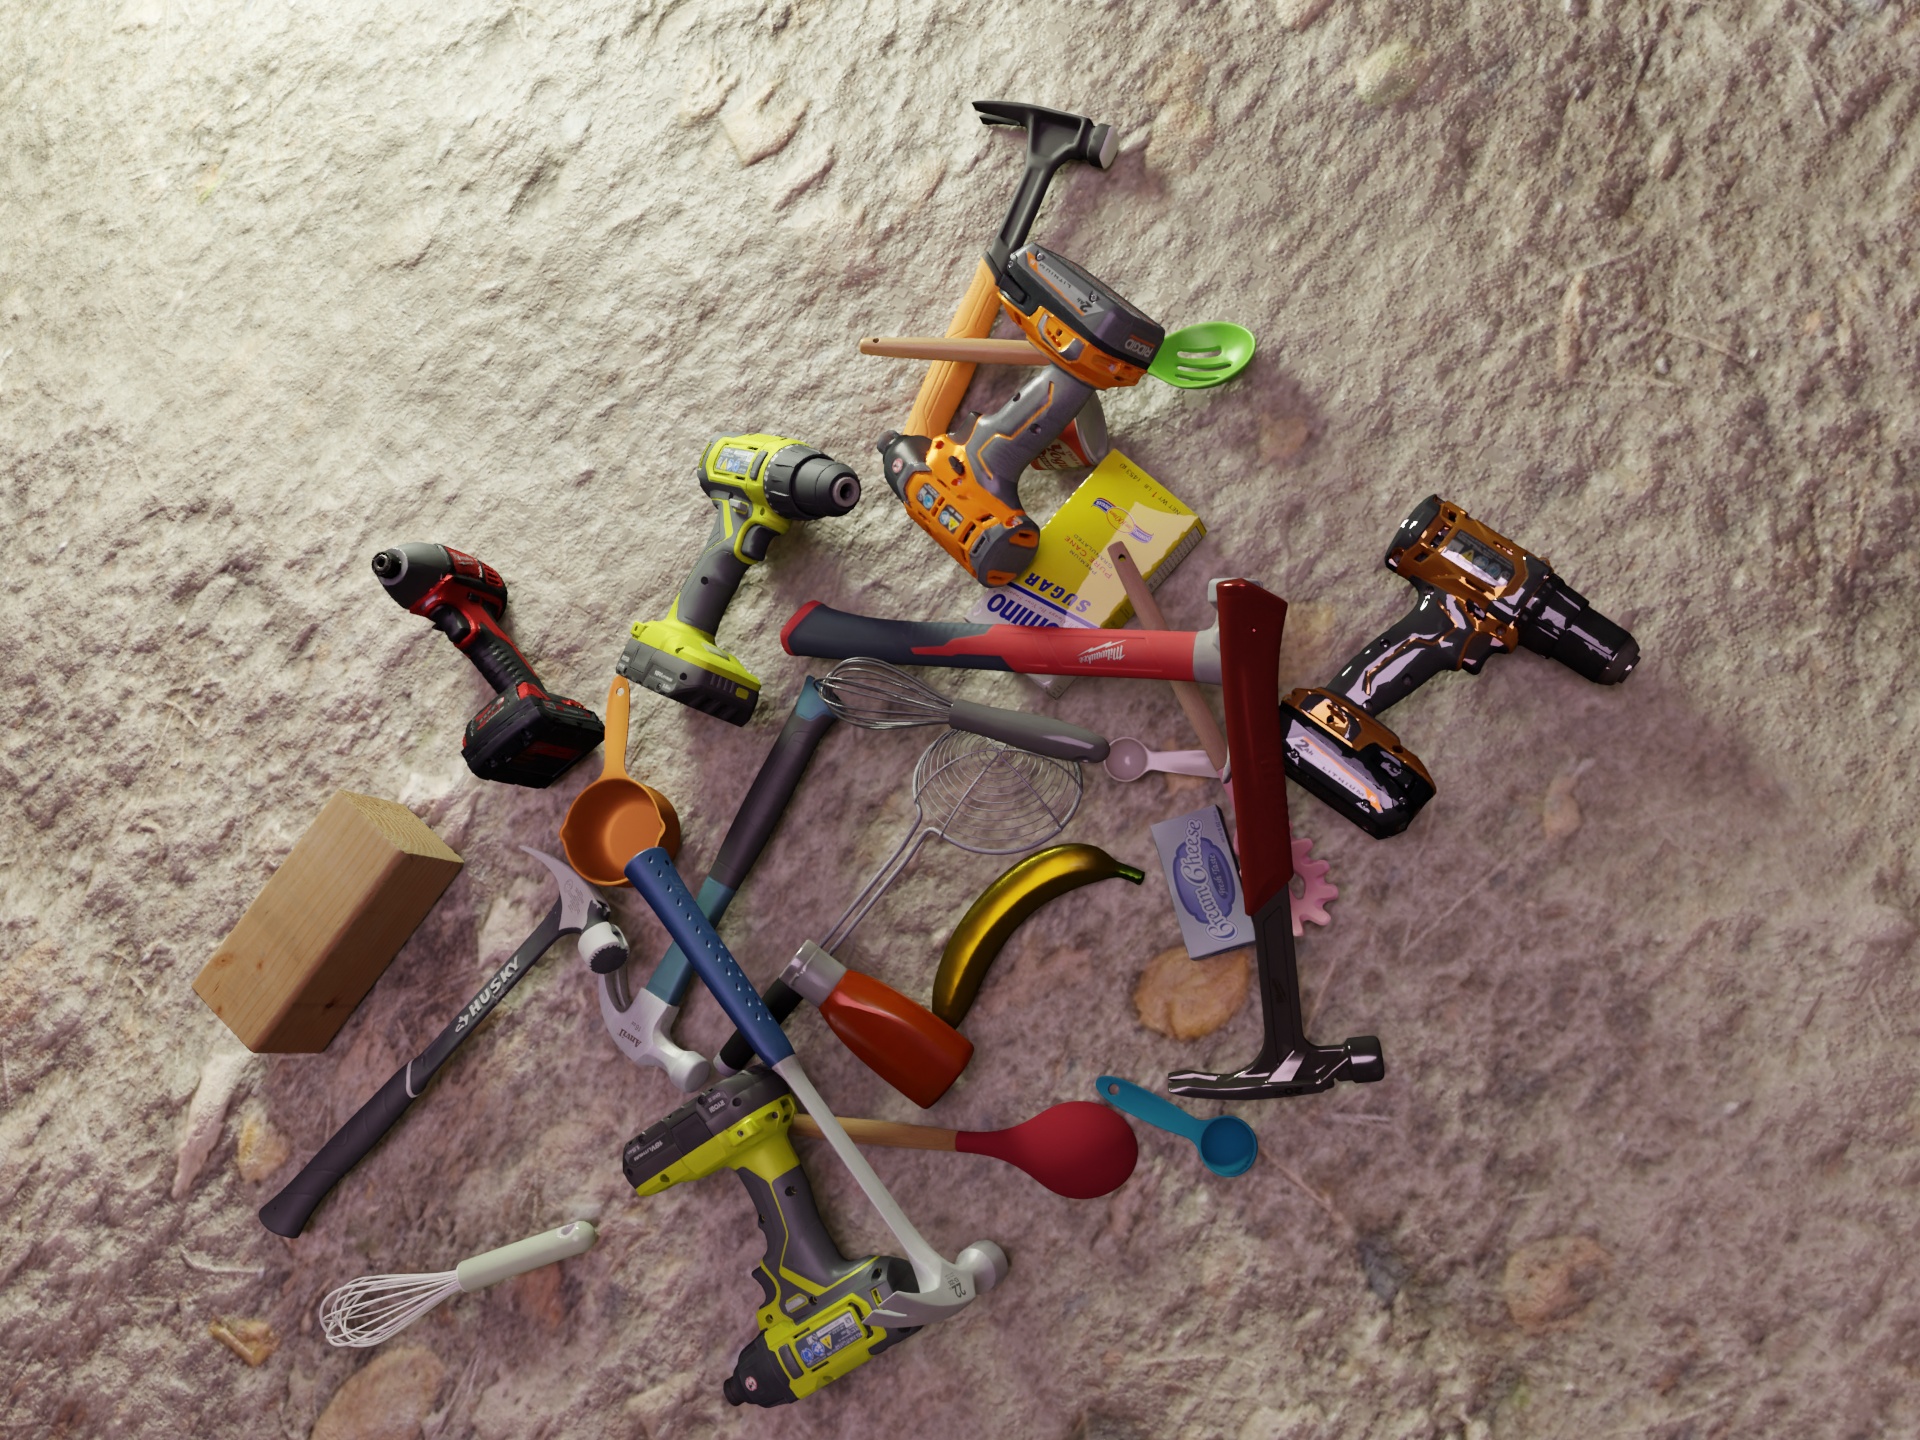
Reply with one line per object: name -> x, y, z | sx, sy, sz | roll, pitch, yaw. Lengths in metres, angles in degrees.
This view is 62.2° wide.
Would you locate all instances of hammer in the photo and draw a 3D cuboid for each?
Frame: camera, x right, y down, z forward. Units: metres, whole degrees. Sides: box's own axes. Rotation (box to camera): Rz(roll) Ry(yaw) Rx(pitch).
hammer -> -0.181, 0.118, 1.263 | 0.128, 0.033, 0.331 | 25, 84, 29
hammer -> -0.437, 0.275, 1.303 | 0.409, 0.036, 0.149 | -46, 51, 8
hammer -> 0.034, -0.039, 1.189 | 0.386, 0.038, 0.143 | 4, 94, 27
hammer -> 0.198, 0.084, 1.084 | 0.149, 0.037, 0.359 | -6, 99, 8
hammer -> -0.124, 0.256, 1.150 | 0.035, 0.144, 0.406 | -46, 70, 20
hammer -> 0.011, -0.349, 1.307 | 0.127, 0.034, 0.337 | 21, 85, 19

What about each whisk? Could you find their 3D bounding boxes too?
whisk -> -0.002, -0.003, 1.169 | 0.239, 0.055, 0.055 | 14, 83, 22
whisk -> -0.400, 0.446, 1.265 | 0.246, 0.058, 0.059 | -21, 108, 9

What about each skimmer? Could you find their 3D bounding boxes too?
skimmer -> -0.055, 0.144, 1.225 | 0.363, 0.090, 0.127 | -50, 56, 13

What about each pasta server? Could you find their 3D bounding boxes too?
pasta server -> 0.181, 0.008, 1.155 | 0.060, 0.040, 0.316 | -25, 81, -1

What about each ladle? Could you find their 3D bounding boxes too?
ladle -> -0.026, 0.309, 1.185 | 0.315, 0.031, 0.069 | 0, 80, 19

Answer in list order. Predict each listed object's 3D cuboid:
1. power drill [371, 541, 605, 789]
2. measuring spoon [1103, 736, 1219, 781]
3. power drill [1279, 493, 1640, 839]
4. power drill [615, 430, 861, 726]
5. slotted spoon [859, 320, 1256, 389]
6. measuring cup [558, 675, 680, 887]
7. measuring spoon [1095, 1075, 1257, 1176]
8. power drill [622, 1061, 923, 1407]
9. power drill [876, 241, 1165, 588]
power drill -> -0.398, -0.055, 1.316 | 0.078, 0.143, 0.220 | -38, 73, 9
measuring spoon -> 0.169, 0.033, 1.191 | 0.124, 0.018, 0.034 | 3, 79, 11
power drill -> 0.341, -0.024, 1.115 | 0.185, 0.084, 0.226 | 37, 87, 19
power drill -> -0.172, -0.118, 1.260 | 0.191, 0.080, 0.228 | 21, 87, 51
slotted spoon -> 0.074, -0.290, 1.256 | 0.314, 0.031, 0.070 | 4, 57, 10
measuring cup -> -0.272, 0.052, 1.302 | 0.095, 0.052, 0.174 | -4, 75, 16
measuring spoon -> 0.155, 0.286, 1.141 | 0.129, 0.021, 0.042 | 21, 86, 29
power drill -> -0.147, 0.384, 1.173 | 0.171, 0.080, 0.223 | -35, 78, 16
power drill -> 0.032, -0.235, 1.193 | 0.164, 0.084, 0.226 | 45, 113, 28
